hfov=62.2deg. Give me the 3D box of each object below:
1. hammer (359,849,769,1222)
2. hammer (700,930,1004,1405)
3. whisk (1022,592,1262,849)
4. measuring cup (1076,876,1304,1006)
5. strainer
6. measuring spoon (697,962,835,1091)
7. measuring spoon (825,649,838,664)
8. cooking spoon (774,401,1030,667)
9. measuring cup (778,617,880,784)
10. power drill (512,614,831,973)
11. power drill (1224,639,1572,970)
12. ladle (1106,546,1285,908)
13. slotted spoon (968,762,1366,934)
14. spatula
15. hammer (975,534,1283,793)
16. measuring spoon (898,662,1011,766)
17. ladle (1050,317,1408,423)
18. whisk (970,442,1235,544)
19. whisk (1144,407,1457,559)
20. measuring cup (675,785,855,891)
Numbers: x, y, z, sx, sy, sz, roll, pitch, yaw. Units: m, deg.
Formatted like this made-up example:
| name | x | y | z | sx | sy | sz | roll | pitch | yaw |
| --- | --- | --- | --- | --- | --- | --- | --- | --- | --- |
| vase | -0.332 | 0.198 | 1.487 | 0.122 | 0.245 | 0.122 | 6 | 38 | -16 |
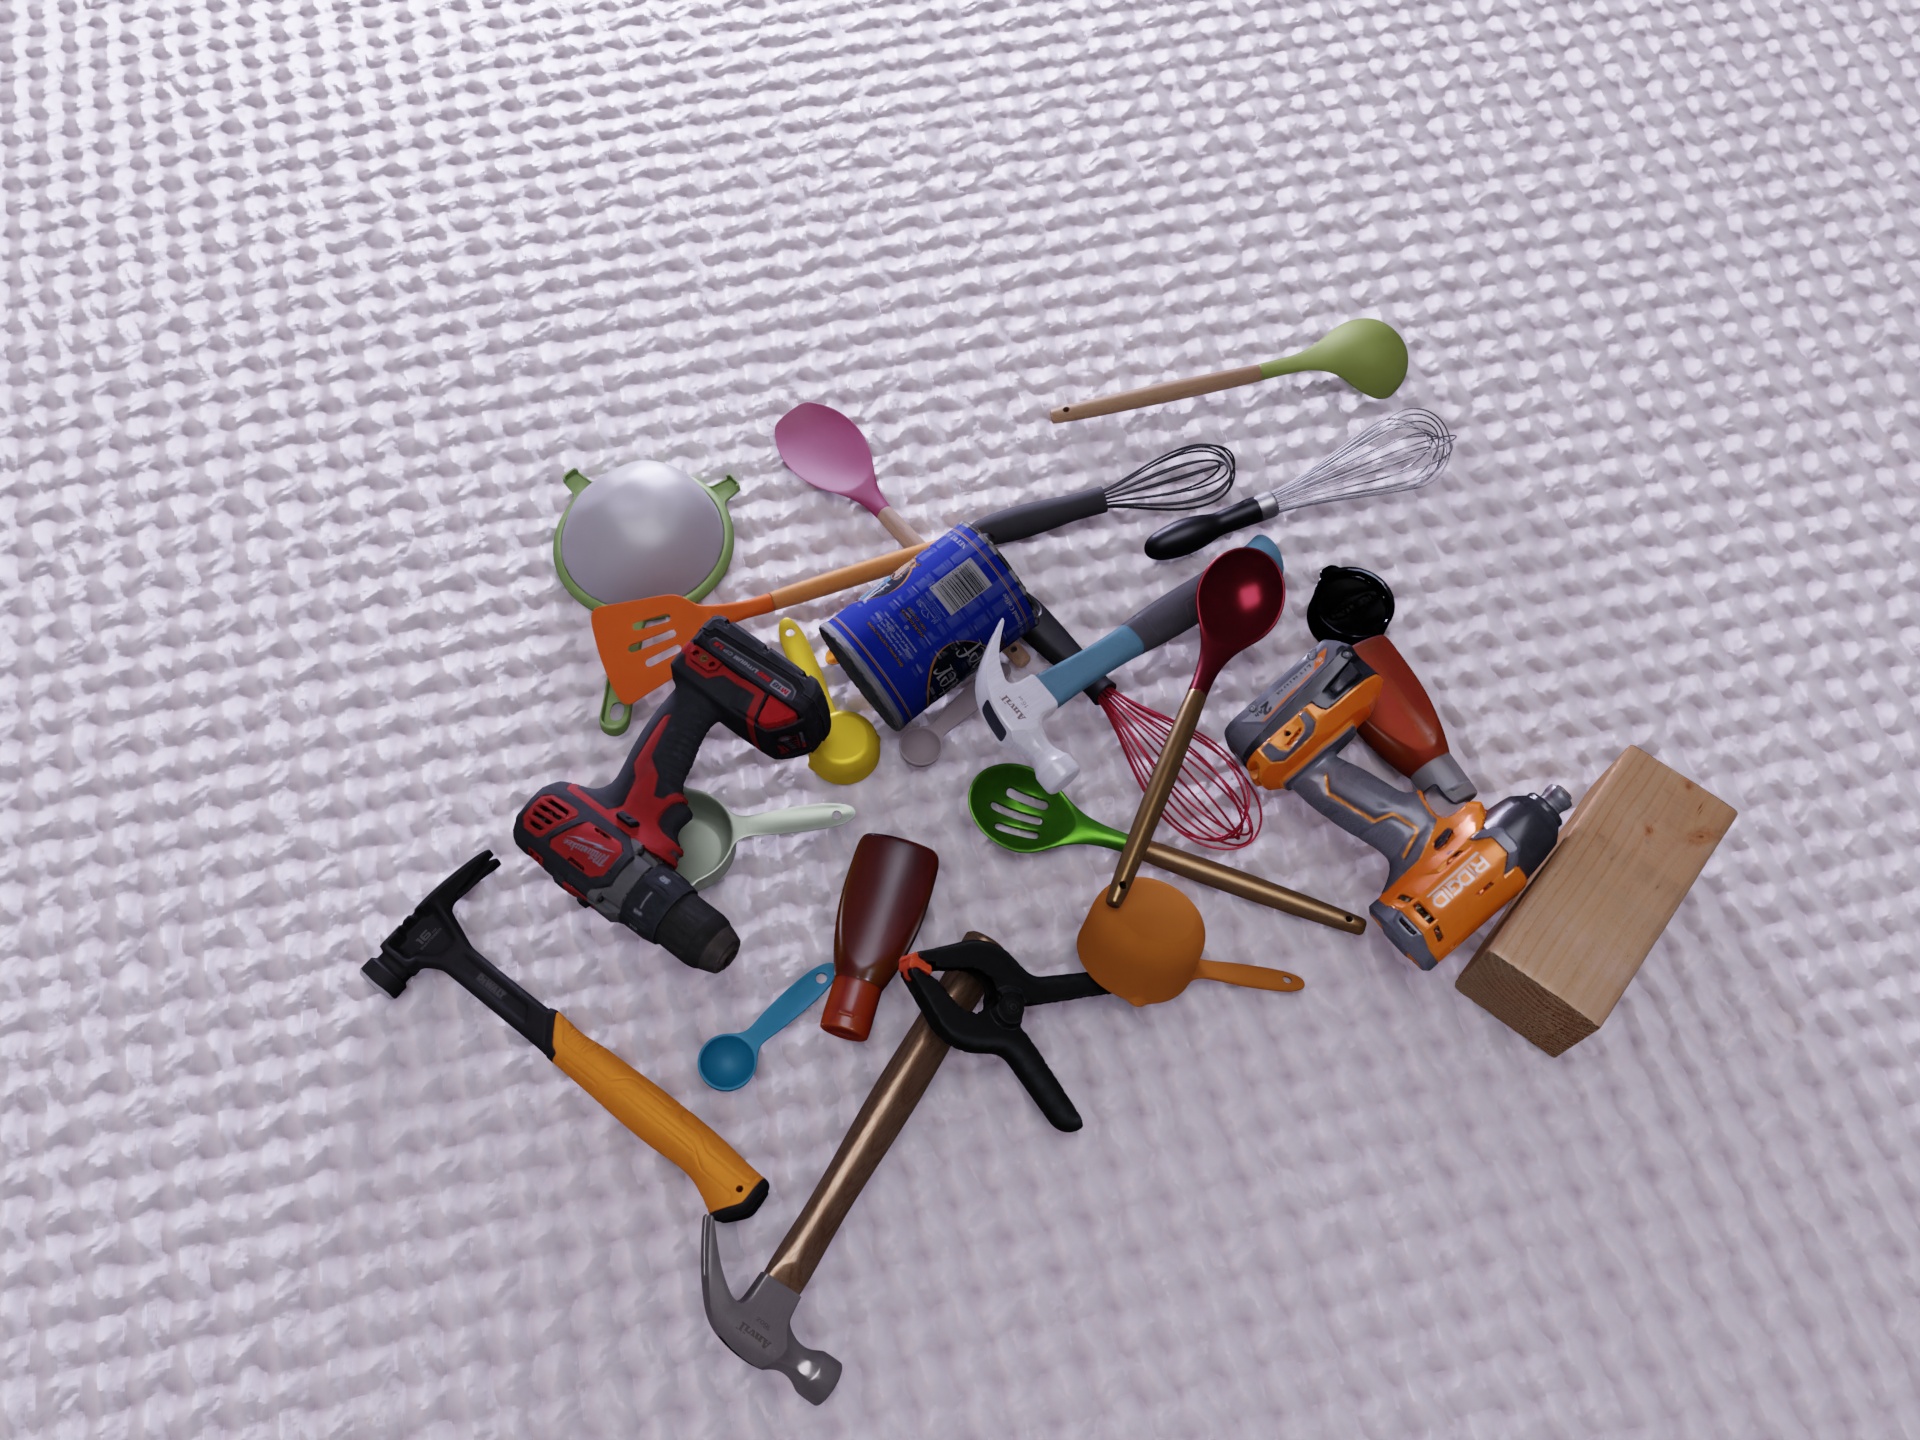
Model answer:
| name | x | y | z | sx | sy | sz | roll | pitch | yaw |
| --- | --- | --- | --- | --- | --- | --- | --- | --- | --- |
| hammer | -0.267 | 0.233 | 1.135 | 0.337 | 0.034 | 0.127 | 35 | 70 | 15 |
| hammer | -0.064 | 0.285 | 1.100 | 0.130 | 0.031 | 0.331 | 37 | 63 | -7 |
| whisk | 0.126 | -0.008 | 1.247 | 0.073 | 0.073 | 0.296 | -35 | 63 | -16 |
| measuring cup | 0.174 | 0.162 | 1.153 | 0.173 | 0.052 | 0.095 | 11 | 39 | -5 |
| strainer | -0.267 | -0.114 | 1.283 | 0.151 | 0.069 | 0.257 | 3 | 63 | 0 |
| measuring spoon | -0.137 | 0.222 | 1.155 | 0.042 | 0.021 | 0.128 | 41 | 61 | 18 |
| measuring spoon | -0.060 | -0.078 | 1.296 | 0.117 | 0.011 | 0.021 | -33 | 74 | -3 |
| cooking spoon | -0.049 | -0.157 | 1.336 | 0.069 | 0.017 | 0.319 | -39 | 70 | -8 |
| measuring cup | -0.112 | -0.022 | 1.262 | 0.062 | 0.029 | 0.157 | -22 | 69 | -11 |
| power drill | -0.188 | 0.056 | 1.158 | 0.188 | 0.080 | 0.227 | 34 | 71 | 15 |
| power drill | 0.324 | 0.048 | 1.174 | 0.164 | 0.084 | 0.227 | -42 | 68 | 3 |
| ladle | 0.169 | 0.002 | 1.183 | 0.069 | 0.031 | 0.315 | 27 | 65 | -1 |
| slotted spoon | 0.155 | 0.106 | 1.207 | 0.314 | 0.031 | 0.070 | 19 | 65 | 6 |
| spatula | -0.131 | -0.101 | 1.274 | 0.322 | 0.041 | 0.081 | -19 | 87 | -18 |
| hammer | 0.142 | -0.067 | 1.235 | 0.331 | 0.033 | 0.128 | -31 | 73 | -34 |
| measuring spoon | -0.002 | -0.004 | 1.268 | 0.034 | 0.018 | 0.124 | 39 | 63 | 17 |
| ladle | 0.237 | -0.294 | 1.401 | 0.320 | 0.062 | 0.078 | -12 | 66 | 1 |
| whisk | 0.119 | -0.184 | 1.340 | 0.239 | 0.055 | 0.055 | -15 | 65 | -3 |
| whisk | 0.286 | -0.192 | 1.341 | 0.284 | 0.070 | 0.070 | -21 | 66 | -5 |
| measuring cup | -0.162 | 0.087 | 1.206 | 0.167 | 0.038 | 0.083 | -8 | 64 | -7 |
